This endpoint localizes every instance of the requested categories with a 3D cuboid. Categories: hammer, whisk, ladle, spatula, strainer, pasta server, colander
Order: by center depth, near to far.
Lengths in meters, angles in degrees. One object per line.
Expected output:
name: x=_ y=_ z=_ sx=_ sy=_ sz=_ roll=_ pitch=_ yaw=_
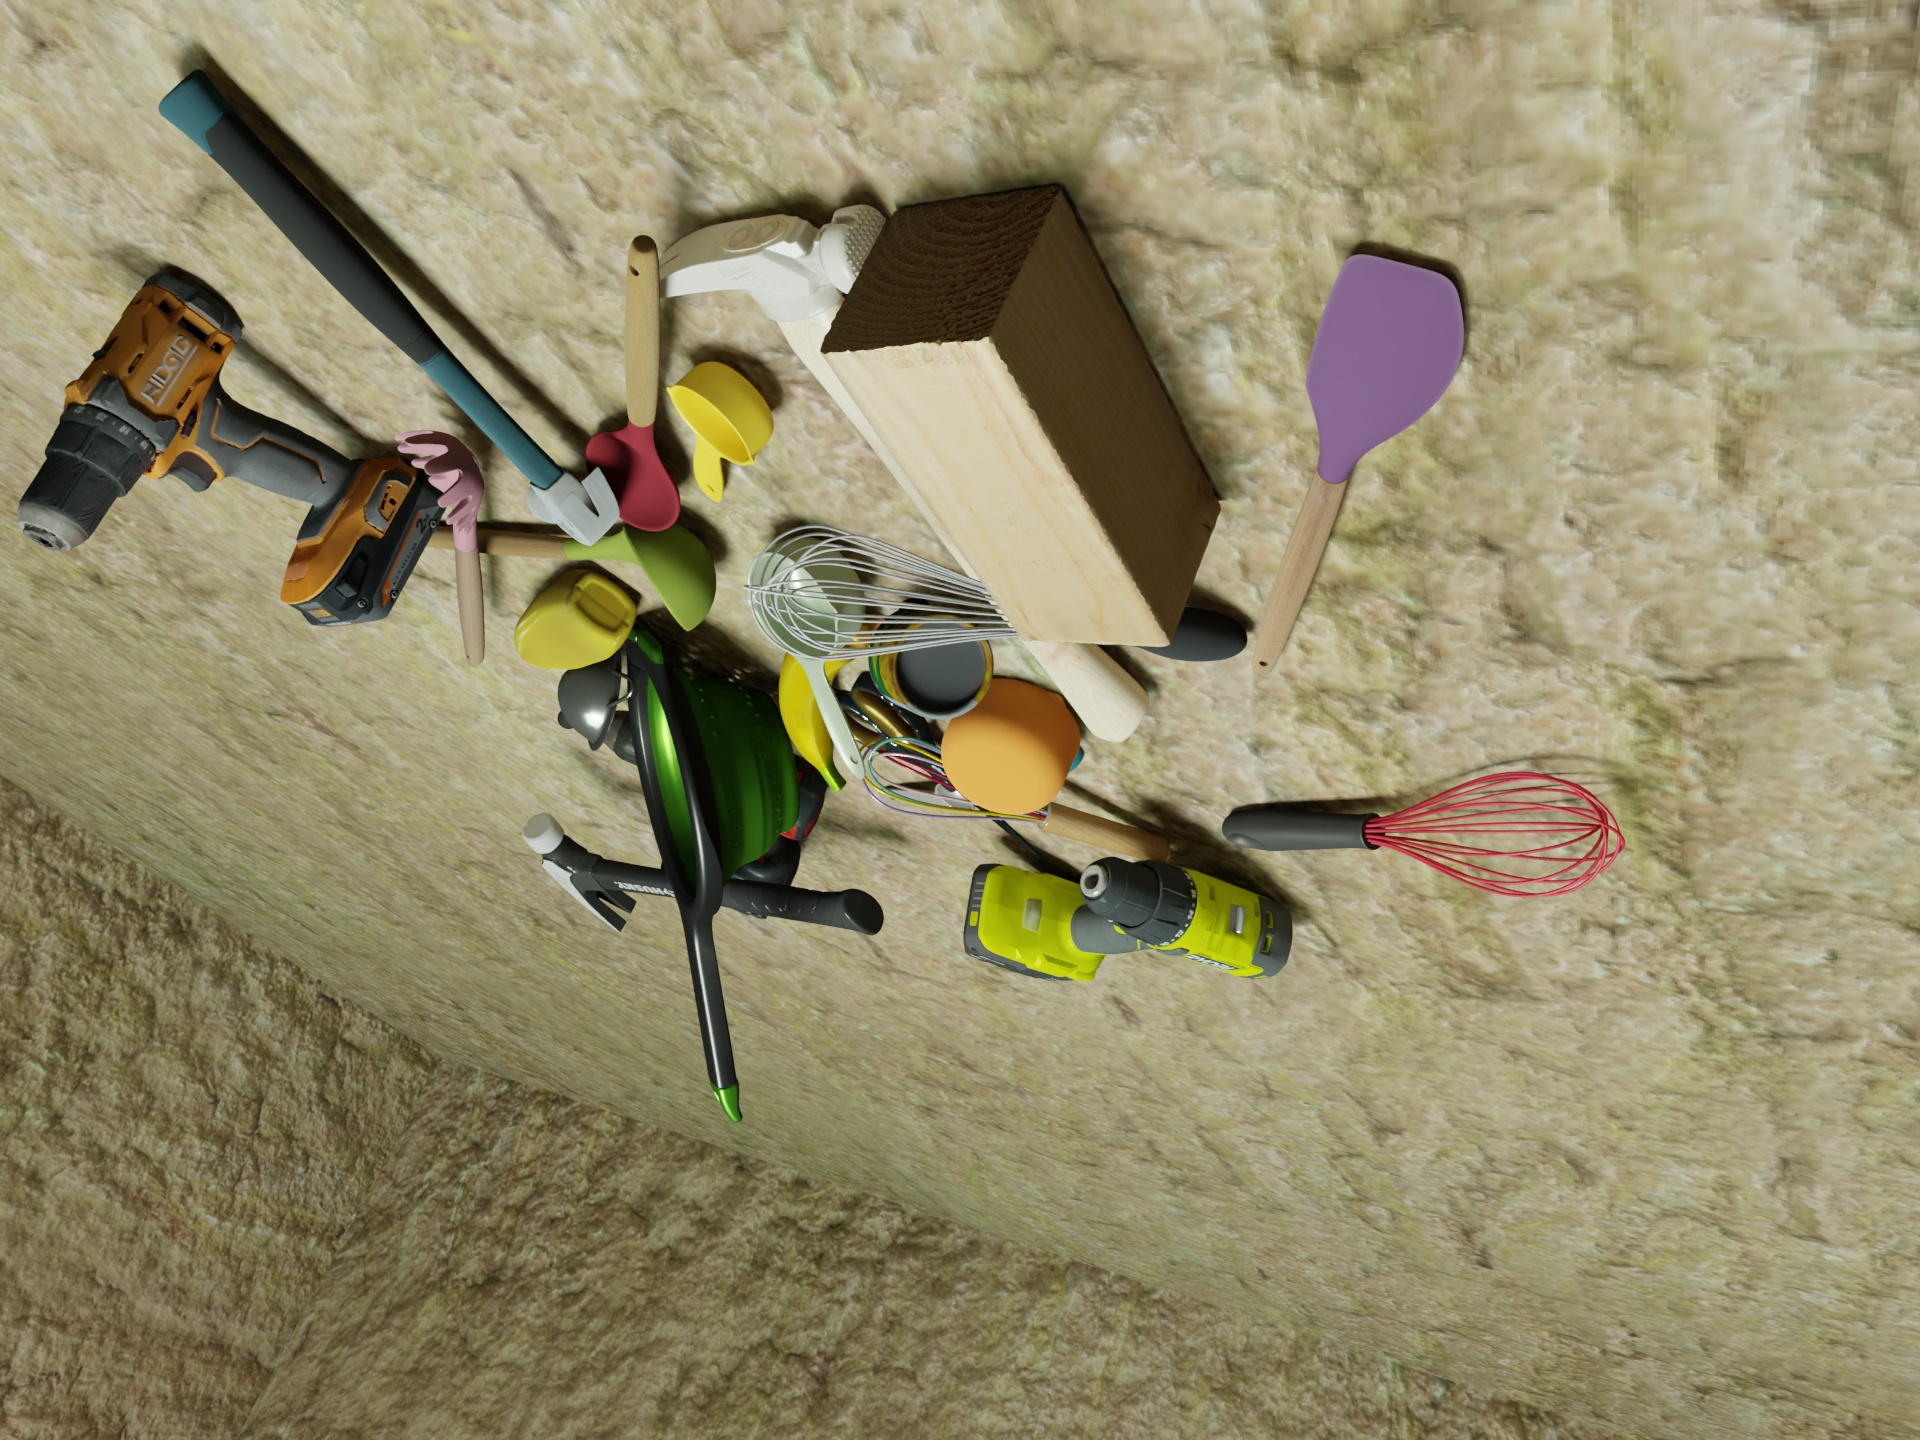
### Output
spatula: x=0.175 y=-0.103 z=0.760 sx=0.060 sy=0.018 sz=0.315 roll=18 pitch=153 yaw=8
whisk: x=0.026 y=-0.056 z=0.844 sx=0.284 sy=0.070 sz=0.070 roll=5 pitch=160 yaw=-18
ladle: x=-0.172 y=-0.174 z=0.850 sx=0.069 sy=0.031 sz=0.315 roll=37 pitch=162 yaw=-2
hammer: x=-0.008 y=-0.111 z=0.875 sx=0.146 sy=0.038 sz=0.410 roll=4 pitch=149 yaw=37
hammer: x=-0.309 y=-0.217 z=0.894 sx=0.128 sy=0.033 sz=0.330 roll=28 pitch=163 yaw=50
whisk: x=0.269 y=0.069 z=0.978 sx=0.073 sy=0.073 sz=0.296 roll=38 pitch=157 yaw=-28
ladle: x=-0.292 y=-0.111 z=1.090 sx=0.320 sy=0.062 sz=0.078 roll=8 pitch=145 yaw=33
pasta server: x=-0.345 y=-0.106 z=1.091 sx=0.060 sy=0.040 sz=0.316 roll=54 pitch=155 yaw=11
whisk: x=0.040 y=0.058 z=1.130 sx=0.244 sy=0.051 sz=0.047 roll=17 pitch=-164 yaw=-18
colander: x=-0.170 y=0.116 z=1.210 sx=0.205 sy=0.094 sz=0.397 roll=-151 pitch=51 yaw=-64
strainer: x=-0.306 y=-0.013 z=1.279 sx=0.050 sy=0.087 sz=0.258 roll=10 pitch=170 yaw=-19
hammer: x=-0.216 y=0.150 z=1.380 sx=0.335 sy=0.035 sz=0.146 roll=5 pitch=144 yaw=27

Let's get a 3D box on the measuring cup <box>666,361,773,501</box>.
measuring cup: x=-0.135 y=-0.159 z=0.906 sx=0.062 sy=0.029 sz=0.156 roll=41 pitch=166 yaw=-1

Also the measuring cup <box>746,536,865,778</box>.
measuring cup: x=-0.080 y=-0.040 z=1.006 sx=0.083 sy=0.038 sz=0.167 roll=10 pitch=129 yaw=42

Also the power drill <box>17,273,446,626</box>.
power drill: x=-0.465 y=-0.145 z=1.020 sx=0.084 sy=0.185 sz=0.226 roll=-2 pitch=148 yaw=40

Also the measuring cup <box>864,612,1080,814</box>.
measuring cup: x=-0.002 y=-0.003 z=1.044 sx=0.173 sy=0.052 sz=0.095 roll=37 pitch=137 yaw=-15

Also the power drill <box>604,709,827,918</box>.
power drill: x=-0.214 y=0.075 z=1.367 sx=0.188 sy=0.080 sz=0.226 roll=22 pitch=152 yaw=1

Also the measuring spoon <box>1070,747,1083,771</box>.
measuring spoon: x=0.038 y=0.035 z=1.135 sx=0.042 sy=0.021 sz=0.128 roll=35 pitch=150 yaw=-23

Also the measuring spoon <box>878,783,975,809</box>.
measuring spoon: x=-0.026 y=0.055 z=1.246 sx=0.034 sy=0.018 sz=0.124 roll=48 pitch=153 yaw=-24

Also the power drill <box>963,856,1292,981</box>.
power drill: x=0.108 y=0.147 z=1.200 sx=0.190 sy=0.080 sz=0.228 roll=22 pitch=159 yaw=-36
